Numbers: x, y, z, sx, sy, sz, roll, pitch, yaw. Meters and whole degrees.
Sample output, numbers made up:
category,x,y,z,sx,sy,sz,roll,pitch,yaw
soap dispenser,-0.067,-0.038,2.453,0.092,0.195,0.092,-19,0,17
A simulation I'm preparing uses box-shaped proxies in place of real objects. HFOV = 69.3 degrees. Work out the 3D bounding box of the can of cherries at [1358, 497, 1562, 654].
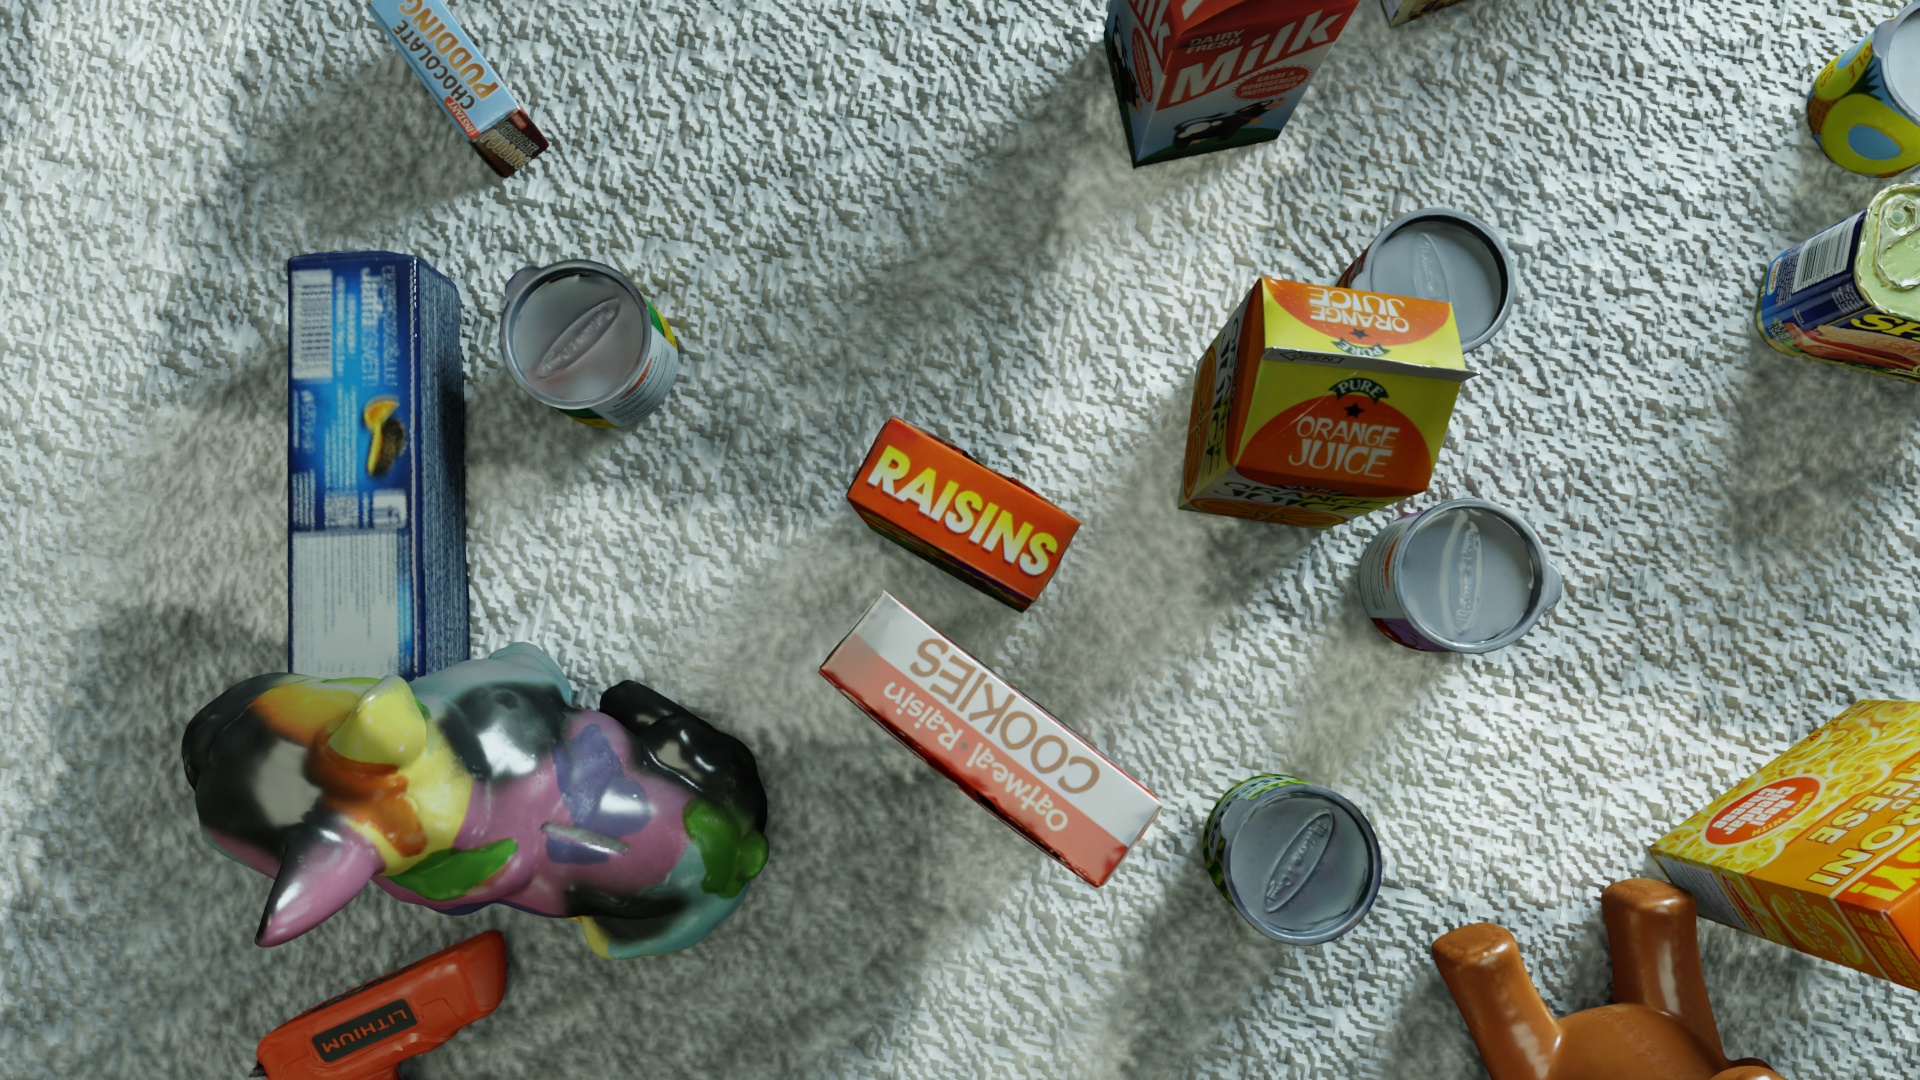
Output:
category,x,y,z,sx,sy,sz,roll,pitch,yaw
can of cherries,0.218,0.018,0.612,0.071,0.058,0.071,0,85,1

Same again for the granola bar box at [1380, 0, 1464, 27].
category,x,y,z,sx,sy,sz,roll,pitch,yaw
granola bar box,0.275,-0.297,0.609,0.166,0.124,0.039,-21,85,-1

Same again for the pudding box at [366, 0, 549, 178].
category,x,y,z,sx,sy,sz,roll,pitch,yaw
pudding box,-0.232,-0.215,0.644,0.030,0.049,0.084,-37,85,-2

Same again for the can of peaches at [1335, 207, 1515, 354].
category,x,y,z,sx,sy,sz,roll,pitch,yaw
can of peaches,0.203,-0.109,0.625,0.071,0.058,0.071,0,85,1

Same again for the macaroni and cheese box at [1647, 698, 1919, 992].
category,x,y,z,sx,sy,sz,roll,pitch,yaw
macaroni and cheese box,0.370,0.113,0.547,0.124,0.166,0.040,-34,86,-2

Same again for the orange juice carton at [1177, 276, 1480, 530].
category,x,y,z,sx,sy,sz,roll,pitch,yaw
orange juice carton,0.139,-0.052,0.552,0.072,0.192,0.073,8,85,2

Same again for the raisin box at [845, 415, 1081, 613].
category,x,y,z,sx,sy,sz,roll,pitch,yaw
raisin box,0.002,-0.007,0.584,0.086,0.123,0.040,30,86,3

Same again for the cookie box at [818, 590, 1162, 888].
category,x,y,z,sx,sy,sz,roll,pitch,yaw
cookie box,0.011,0.075,0.554,0.123,0.167,0.040,37,87,4

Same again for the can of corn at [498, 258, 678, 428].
category,x,y,z,sx,sy,sz,roll,pitch,yaw
can of corn,-0.167,-0.089,0.627,0.071,0.058,0.071,0,85,1

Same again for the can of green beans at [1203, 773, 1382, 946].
category,x,y,z,sx,sy,sz,roll,pitch,yaw
can of green beans,0.142,0.136,0.602,0.071,0.058,0.071,0,85,1

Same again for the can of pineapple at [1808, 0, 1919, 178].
category,x,y,z,sx,sy,sz,roll,pitch,yaw
can of pineapple,0.433,-0.206,0.632,0.071,0.058,0.071,0,85,1

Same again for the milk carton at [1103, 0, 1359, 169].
category,x,y,z,sx,sy,sz,roll,pitch,yaw
milk carton,0.108,-0.224,0.570,0.073,0.190,0.072,-12,85,0
